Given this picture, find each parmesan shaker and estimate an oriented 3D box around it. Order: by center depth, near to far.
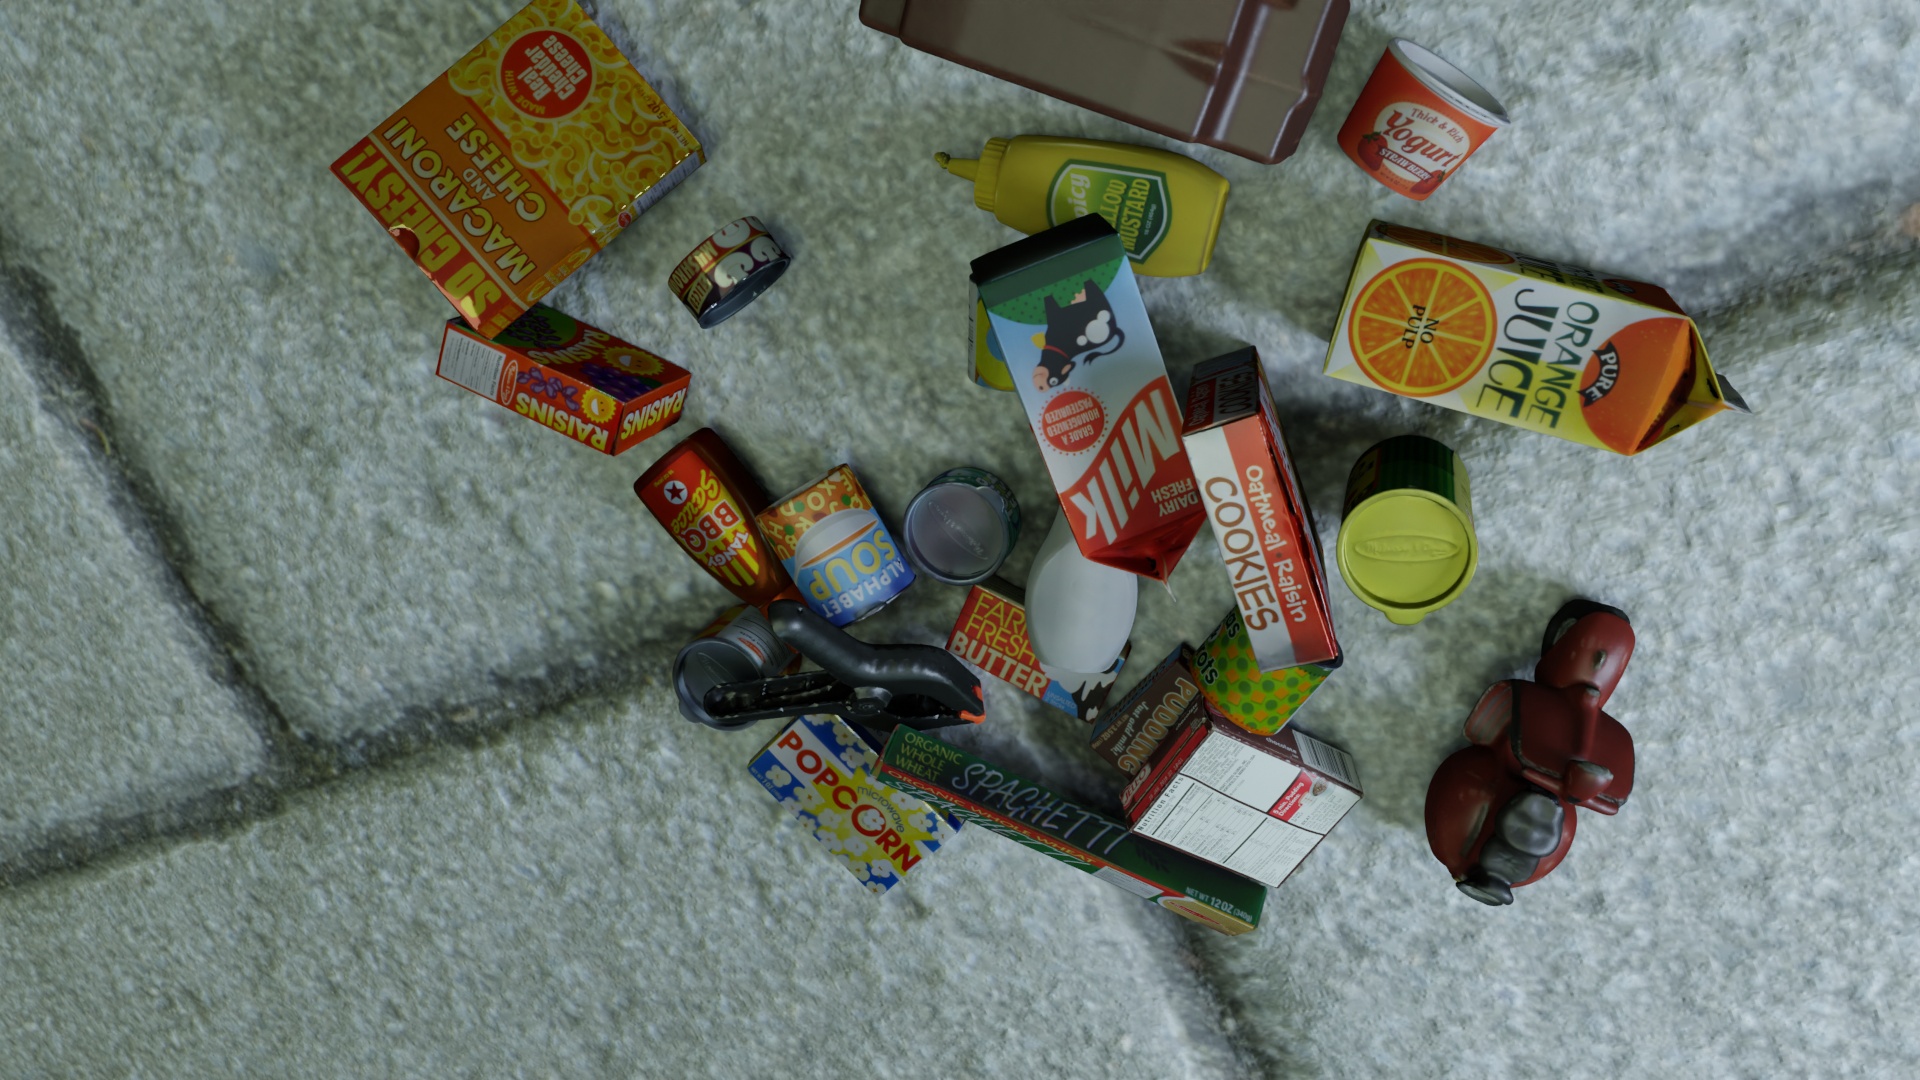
[{"bbox_3d":[0.231,-0.008,0.722,0.071,0.103,0.071,6,110,16],"label":"parmesan shaker"}]

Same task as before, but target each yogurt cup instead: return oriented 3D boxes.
[{"bbox_3d":[0.222,-0.204,0.677,0.072,0.073,0.053,36,124,3],"label":"yogurt cup"}]

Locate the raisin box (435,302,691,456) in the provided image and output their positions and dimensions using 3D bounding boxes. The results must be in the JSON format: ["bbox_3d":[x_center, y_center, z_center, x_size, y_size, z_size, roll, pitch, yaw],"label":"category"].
[{"bbox_3d":[-0.240,-0.101,0.848,0.123,0.086,0.040,24,114,8],"label":"raisin box"}]

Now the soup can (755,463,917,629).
[{"bbox_3d":[-0.075,0.005,0.842,0.071,0.071,0.083,-27,99,24],"label":"soup can"}]

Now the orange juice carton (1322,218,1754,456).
[{"bbox_3d":[0.286,-0.098,0.689,0.193,0.072,0.072,17,114,12],"label":"orange juice carton"}]

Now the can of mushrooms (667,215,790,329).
[{"bbox_3d":[-0.135,-0.154,0.804,0.071,0.071,0.033,-36,94,25],"label":"can of mushrooms"}]

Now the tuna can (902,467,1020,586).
[{"bbox_3d":[0.003,-0.010,0.832,0.071,0.033,0.070,6,111,16],"label":"tuna can"}]

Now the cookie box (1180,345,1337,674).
[{"bbox_3d":[0.152,-0.022,0.704,0.040,0.168,0.122,-17,103,17],"label":"cookie box"}]

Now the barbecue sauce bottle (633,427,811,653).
[{"bbox_3d":[-0.137,0.003,0.876,0.064,0.044,0.148,-36,96,24],"label":"barbecue sauce bottle"}]

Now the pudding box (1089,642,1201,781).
[{"bbox_3d":[0.123,0.108,0.839,0.049,0.030,0.083,42,116,-1],"label":"pudding box"}]

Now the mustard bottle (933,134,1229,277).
[{"bbox_3d":[0.059,-0.185,0.743,0.160,0.049,0.065,15,111,12],"label":"mustard bottle"}]

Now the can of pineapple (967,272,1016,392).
[{"bbox_3d":[0.039,-0.117,0.765,0.071,0.071,0.057,7,112,15],"label":"can of pineapple"}]

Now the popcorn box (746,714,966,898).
[{"bbox_3d":[-0.066,0.162,0.914,0.126,0.038,0.085,45,115,-2],"label":"popcorn box"}]

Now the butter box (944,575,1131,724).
[{"bbox_3d":[0.047,0.065,0.851,0.103,0.024,0.053,26,114,7],"label":"butter box"}]

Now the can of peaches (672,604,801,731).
[{"bbox_3d":[-0.145,0.083,0.900,0.071,0.058,0.071,6,112,15],"label":"can of peaches"}]

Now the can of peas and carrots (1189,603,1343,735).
[{"bbox_3d":[0.171,0.067,0.788,0.071,0.071,0.058,36,116,2],"label":"can of peas and carrots"}]

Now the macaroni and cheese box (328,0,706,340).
[{"bbox_3d":[-0.250,-0.215,0.793,0.166,0.040,0.123,-42,93,-5],"label":"macaroni and cheese box"}]

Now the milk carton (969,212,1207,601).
[{"bbox_3d":[0.073,-0.062,0.712,0.073,0.072,0.190,-21,111,5],"label":"milk carton"}]

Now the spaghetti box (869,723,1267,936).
[{"bbox_3d":[0.065,0.179,0.854,0.250,0.029,0.050,24,157,1],"label":"spaghetti box"}]

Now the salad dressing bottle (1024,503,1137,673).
[{"bbox_3d":[0.073,0.000,0.795,0.064,0.044,0.147,7,99,2],"label":"salad dressing bottle"}]
